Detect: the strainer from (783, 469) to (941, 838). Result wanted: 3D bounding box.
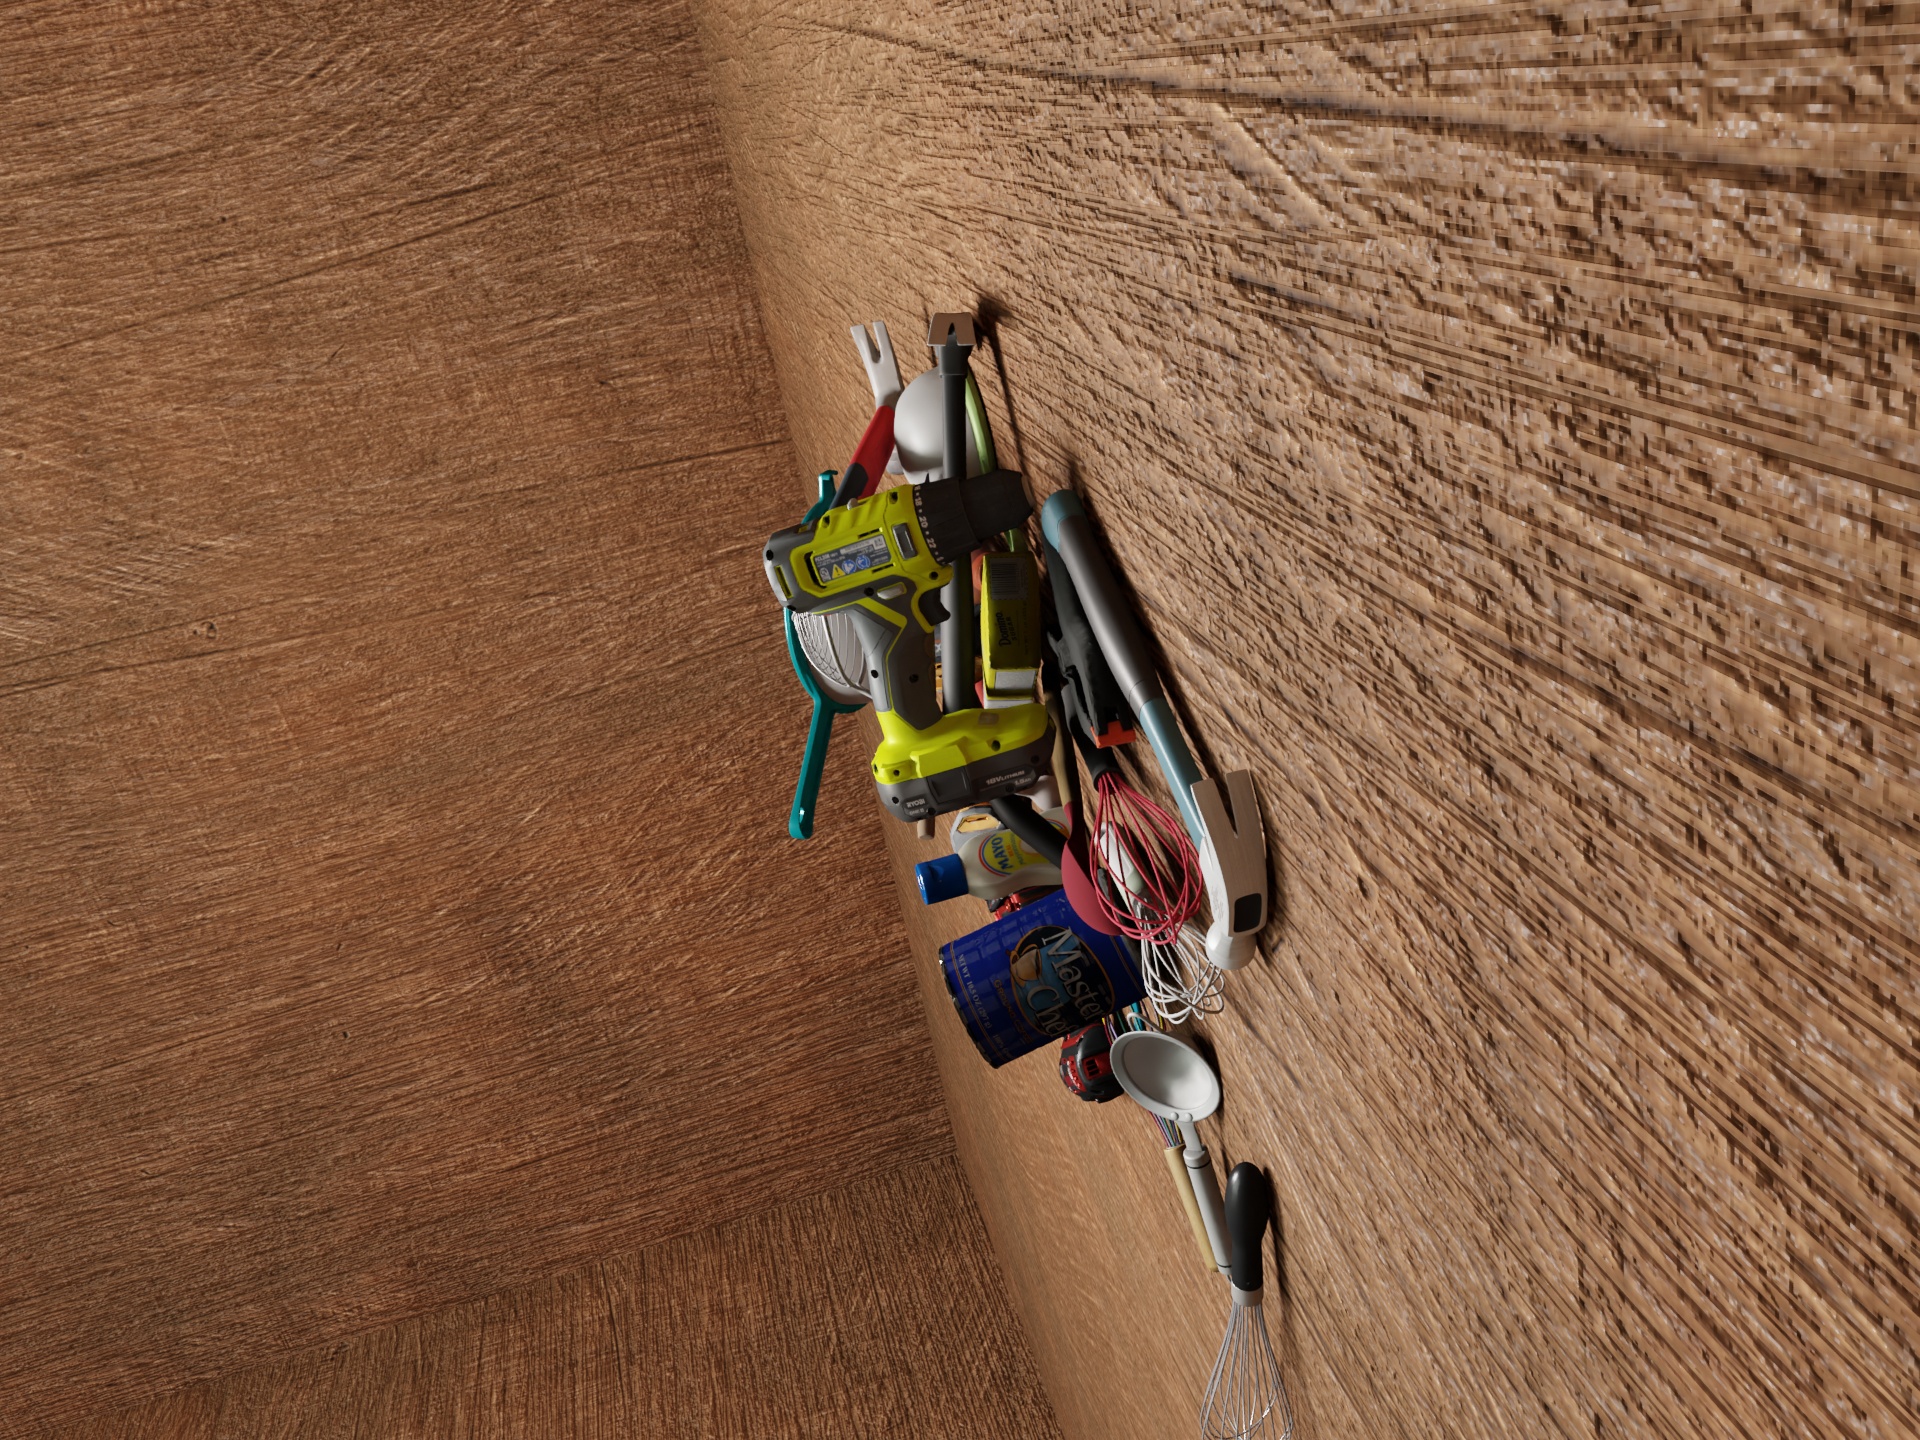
[{"bbox_3d":[-0.085,-0.051,1.479,0.210,0.095,0.340,43,-127,-57],"label":"strainer"}]

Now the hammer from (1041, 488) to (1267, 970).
[{"bbox_3d":[0.115,-0.015,0.987,0.128,0.033,0.331,85,167,-54],"label":"hammer"}]

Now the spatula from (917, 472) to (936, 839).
[{"bbox_3d":[-0.028,-0.057,1.265,0.059,0.018,0.316,113,158,-65],"label":"spatula"}]

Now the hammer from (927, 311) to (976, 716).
[{"bbox_3d":[-0.003,-0.146,1.227,0.146,0.035,0.334,-84,-7,-82],"label":"hammer"}]

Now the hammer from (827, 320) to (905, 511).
[{"bbox_3d":[-0.089,-0.207,1.322,0.387,0.038,0.143,-77,-26,-58],"label":"hammer"}]

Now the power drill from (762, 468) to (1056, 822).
[{"bbox_3d":[-0.013,-0.058,1.129,0.080,0.190,0.228,-72,-37,-69],"label":"power drill"}]

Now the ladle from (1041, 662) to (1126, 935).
[{"bbox_3d":[0.081,0.047,1.179,0.069,0.031,0.316,56,-164,-32],"label":"ladle"}]

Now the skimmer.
[{"bbox_3d":[-0.002,-0.004,1.314,0.363,0.090,0.127,41,-170,5],"label":"skimmer"}]

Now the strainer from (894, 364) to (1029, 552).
[{"bbox_3d":[-0.006,-0.204,1.340,0.257,0.069,0.151,-111,10,-46],"label":"strainer"}]

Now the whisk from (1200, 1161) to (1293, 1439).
[{"bbox_3d":[0.204,0.425,1.124,0.070,0.070,0.284,-120,23,-62],"label":"whisk"}]

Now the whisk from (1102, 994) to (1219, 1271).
[{"bbox_3d":[0.163,0.310,1.241,0.051,0.047,0.245,35,-145,-84],"label":"whisk"}]

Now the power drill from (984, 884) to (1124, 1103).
[{"bbox_3d":[0.094,0.242,1.466,0.187,0.080,0.227,104,147,-75],"label":"power drill"}]

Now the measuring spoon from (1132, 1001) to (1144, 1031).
[{"bbox_3d":[0.140,0.249,1.335,0.042,0.021,0.128,-133,30,-74],"label":"measuring spoon"}]

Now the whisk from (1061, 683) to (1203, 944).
[{"bbox_3d":[0.107,0.053,1.098,0.296,0.073,0.073,-106,5,-58],"label":"whisk"}]

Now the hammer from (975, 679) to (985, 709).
[{"bbox_3d":[-0.006,-0.142,1.576,0.149,0.036,0.359,153,102,-82],"label":"hammer"}]

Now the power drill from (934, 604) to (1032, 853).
[{"bbox_3d":[0.019,0.008,1.459,0.185,0.084,0.226,-50,-52,-72],"label":"power drill"}]

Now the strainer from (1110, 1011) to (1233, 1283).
[{"bbox_3d":[0.172,0.313,1.175,0.087,0.050,0.258,-4,111,38],"label":"strainer"}]

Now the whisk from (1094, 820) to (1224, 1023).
[{"bbox_3d":[0.131,0.132,1.109,0.058,0.059,0.247,-59,20,16],"label":"whisk"}]

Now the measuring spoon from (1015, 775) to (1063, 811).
[{"bbox_3d":[0.042,0.050,1.364,0.018,0.124,0.034,-39,43,48],"label":"measuring spoon"}]
